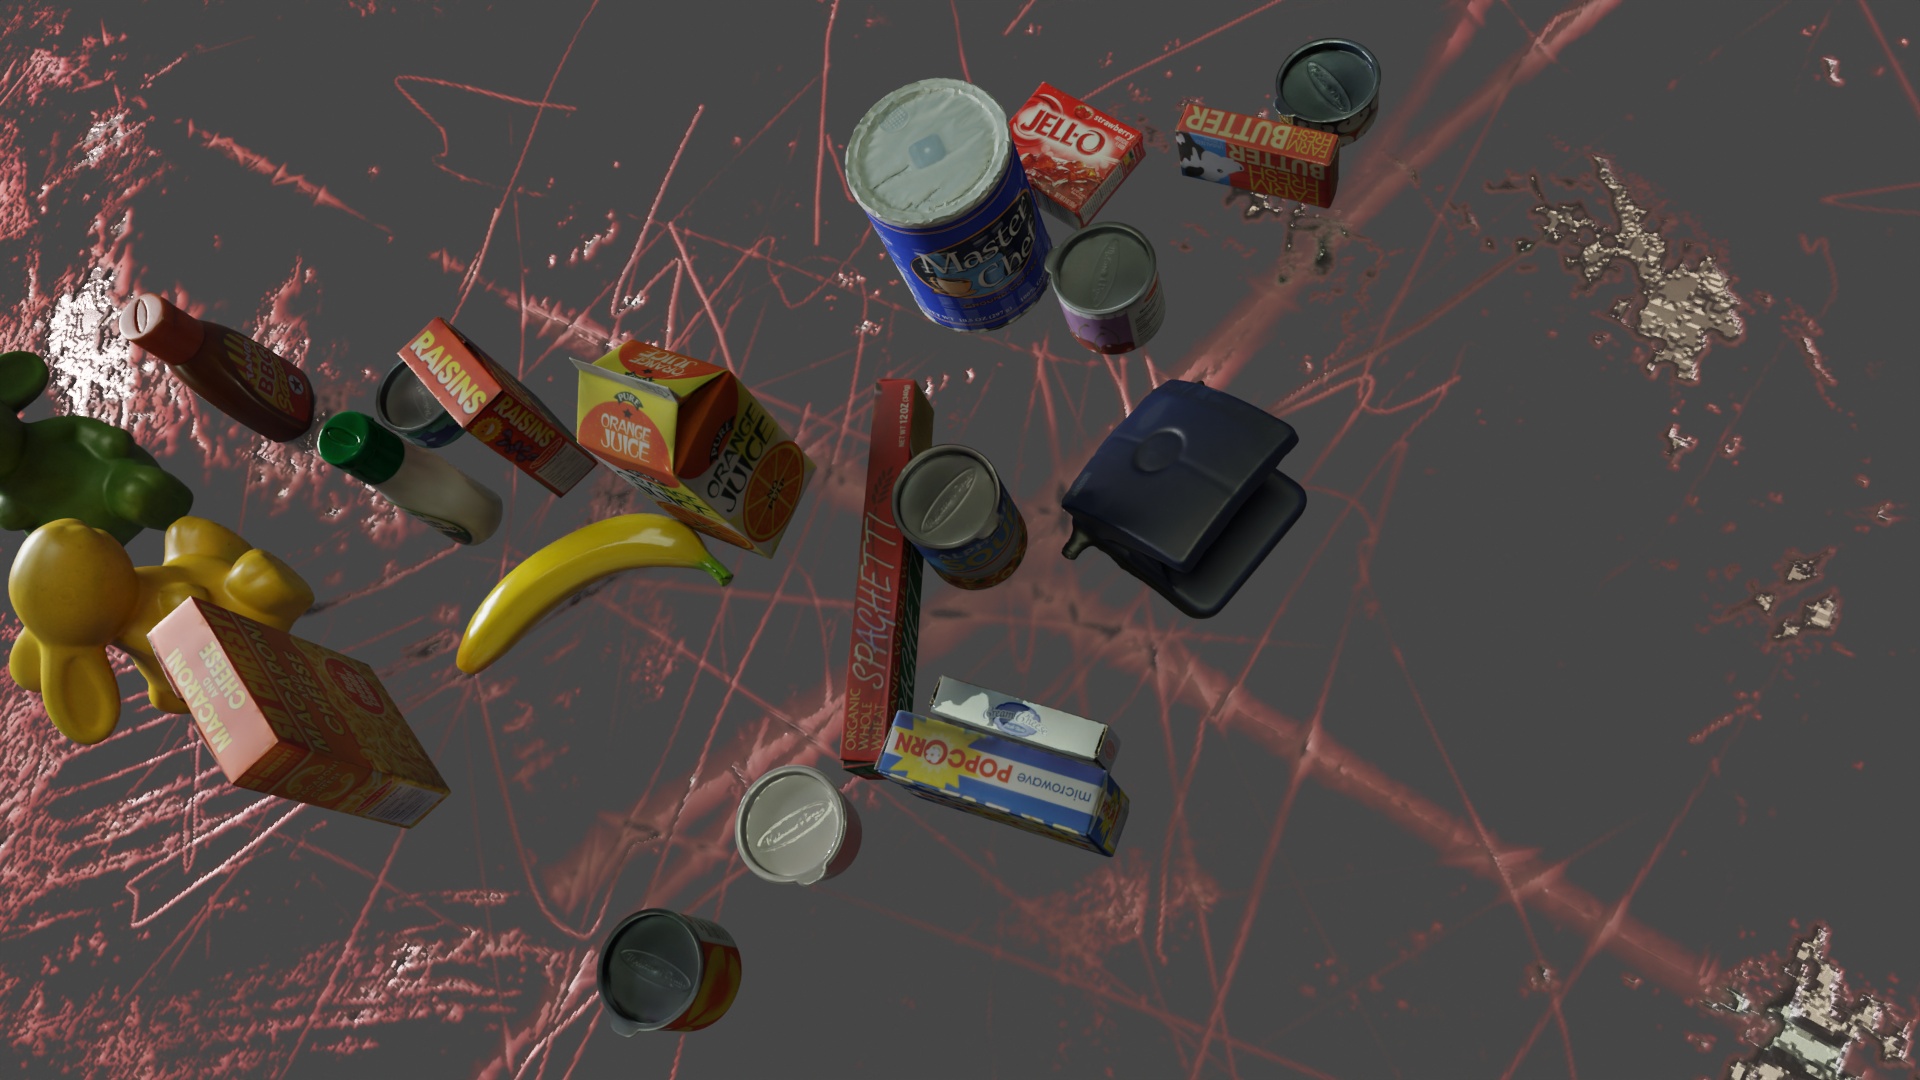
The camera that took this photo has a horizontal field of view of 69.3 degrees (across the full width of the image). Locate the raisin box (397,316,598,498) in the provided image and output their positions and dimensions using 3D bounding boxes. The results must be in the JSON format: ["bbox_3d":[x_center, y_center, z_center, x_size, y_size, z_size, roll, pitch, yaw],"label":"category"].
[{"bbox_3d":[-0.308,-0.088,0.935,0.040,0.123,0.086,-44,66,-3],"label":"raisin box"}]

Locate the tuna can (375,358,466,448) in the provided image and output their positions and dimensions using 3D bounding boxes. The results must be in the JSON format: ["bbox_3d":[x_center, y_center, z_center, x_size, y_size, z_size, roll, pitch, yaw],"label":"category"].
[{"bbox_3d":[-0.385,-0.104,1.011,0.071,0.032,0.071,-5,69,13],"label":"tuna can"}]

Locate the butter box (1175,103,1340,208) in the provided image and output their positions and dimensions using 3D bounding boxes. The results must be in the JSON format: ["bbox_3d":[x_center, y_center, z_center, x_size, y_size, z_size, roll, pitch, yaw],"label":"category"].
[{"bbox_3d":[0.193,-0.248,0.898,0.103,0.053,0.024,19,77,21],"label":"butter box"}]

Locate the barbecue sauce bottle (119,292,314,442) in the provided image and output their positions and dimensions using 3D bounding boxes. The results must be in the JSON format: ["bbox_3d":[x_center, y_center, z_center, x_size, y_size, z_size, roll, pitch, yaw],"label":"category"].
[{"bbox_3d":[-0.530,-0.126,0.995,0.043,0.148,0.065,-22,66,7],"label":"barbecue sauce bottle"}]

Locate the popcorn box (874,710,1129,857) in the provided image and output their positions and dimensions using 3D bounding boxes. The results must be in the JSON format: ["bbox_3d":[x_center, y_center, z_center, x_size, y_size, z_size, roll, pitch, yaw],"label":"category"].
[{"bbox_3d":[0.026,0.138,0.781,0.127,0.085,0.038,14,75,19],"label":"popcorn box"}]

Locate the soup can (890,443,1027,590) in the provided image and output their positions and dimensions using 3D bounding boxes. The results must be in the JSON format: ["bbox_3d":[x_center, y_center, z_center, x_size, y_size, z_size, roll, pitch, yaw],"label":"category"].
[{"bbox_3d":[0.003,-0.011,0.843,0.071,0.083,0.071,-5,69,14],"label":"soup can"}]

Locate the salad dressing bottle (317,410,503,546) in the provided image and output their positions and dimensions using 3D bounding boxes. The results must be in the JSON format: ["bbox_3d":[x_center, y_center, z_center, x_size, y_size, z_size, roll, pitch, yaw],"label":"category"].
[{"bbox_3d":[-0.361,-0.040,0.918,0.064,0.147,0.044,20,77,21],"label":"salad dressing bottle"}]

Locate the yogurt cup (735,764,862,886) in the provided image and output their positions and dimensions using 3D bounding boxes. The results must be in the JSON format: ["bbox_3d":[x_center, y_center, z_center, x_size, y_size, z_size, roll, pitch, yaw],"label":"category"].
[{"bbox_3d":[-0.092,0.170,0.818,0.072,0.054,0.072,-5,69,13],"label":"yogurt cup"}]

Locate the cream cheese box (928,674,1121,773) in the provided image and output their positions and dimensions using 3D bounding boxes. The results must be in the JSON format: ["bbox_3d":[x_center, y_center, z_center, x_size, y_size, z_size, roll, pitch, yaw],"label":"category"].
[{"bbox_3d":[0.038,0.108,0.806,0.104,0.053,0.024,14,75,20],"label":"cream cheese box"}]

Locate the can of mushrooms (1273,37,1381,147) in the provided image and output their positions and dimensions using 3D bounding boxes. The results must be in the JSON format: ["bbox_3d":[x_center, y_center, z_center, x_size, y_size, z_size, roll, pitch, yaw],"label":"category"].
[{"bbox_3d":[0.239,-0.292,0.913,0.071,0.033,0.071,-5,69,13],"label":"can of mushrooms"}]

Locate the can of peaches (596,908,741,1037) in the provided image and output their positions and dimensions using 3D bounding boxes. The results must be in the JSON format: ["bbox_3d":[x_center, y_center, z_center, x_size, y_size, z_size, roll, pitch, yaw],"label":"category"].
[{"bbox_3d":[-0.169,0.252,0.805,0.071,0.058,0.071,-5,69,13],"label":"can of peaches"}]

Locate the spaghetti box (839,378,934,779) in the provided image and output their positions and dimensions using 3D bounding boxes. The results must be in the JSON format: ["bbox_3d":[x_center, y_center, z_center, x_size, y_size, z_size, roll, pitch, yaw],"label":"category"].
[{"bbox_3d":[-0.044,0.022,0.862,0.028,0.050,0.251,-2,70,15],"label":"spaghetti box"}]

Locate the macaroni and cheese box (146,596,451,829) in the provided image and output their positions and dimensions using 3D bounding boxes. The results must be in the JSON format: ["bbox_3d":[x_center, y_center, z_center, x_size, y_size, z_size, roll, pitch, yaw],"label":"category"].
[{"bbox_3d":[-0.407,0.111,0.863,0.040,0.166,0.124,-43,66,-3],"label":"macaroni and cheese box"}]

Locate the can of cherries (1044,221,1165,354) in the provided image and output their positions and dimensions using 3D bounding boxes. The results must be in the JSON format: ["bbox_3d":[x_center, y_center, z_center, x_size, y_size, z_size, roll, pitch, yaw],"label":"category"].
[{"bbox_3d":[0.093,-0.161,0.889,0.071,0.058,0.072,-5,69,13],"label":"can of cherries"}]

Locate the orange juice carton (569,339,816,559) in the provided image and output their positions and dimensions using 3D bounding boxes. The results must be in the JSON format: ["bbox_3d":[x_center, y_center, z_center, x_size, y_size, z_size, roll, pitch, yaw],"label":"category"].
[{"bbox_3d":[-0.164,-0.060,0.847,0.072,0.192,0.073,19,77,21],"label":"orange juice carton"}]
